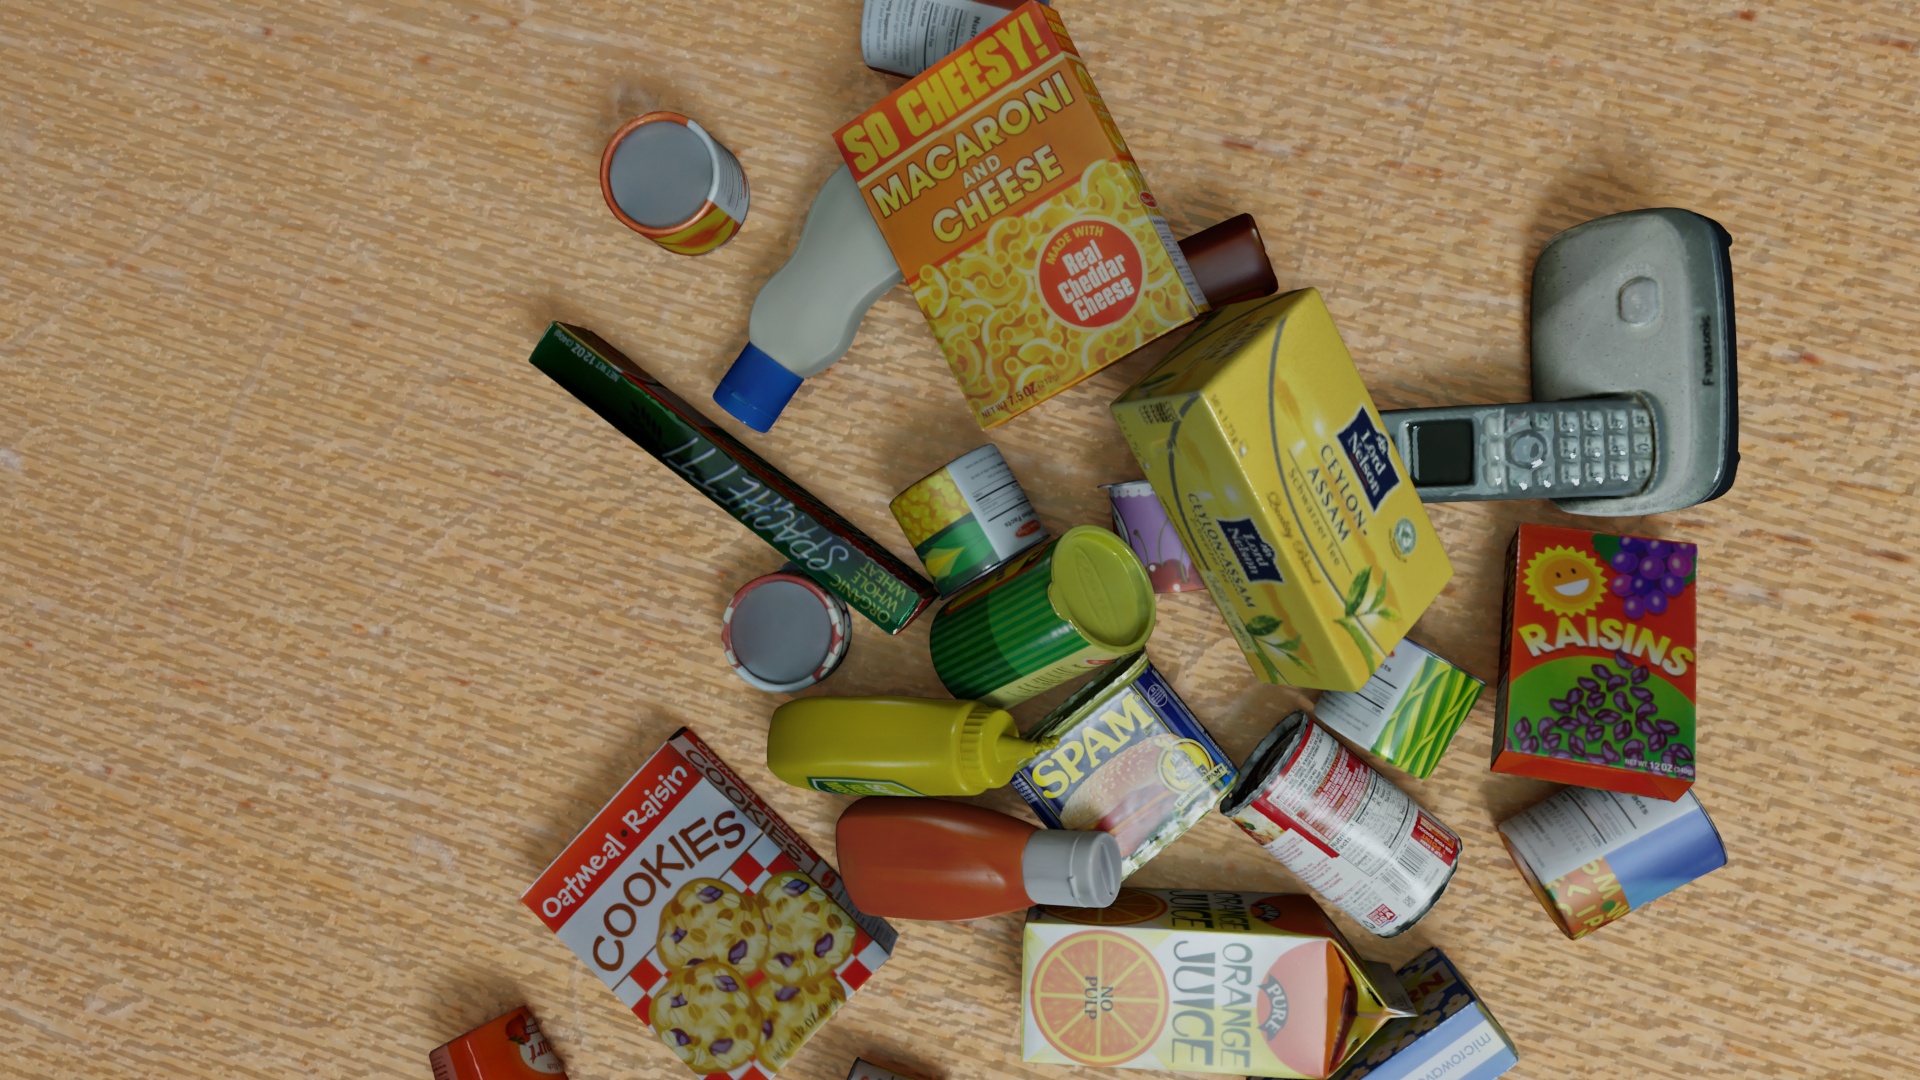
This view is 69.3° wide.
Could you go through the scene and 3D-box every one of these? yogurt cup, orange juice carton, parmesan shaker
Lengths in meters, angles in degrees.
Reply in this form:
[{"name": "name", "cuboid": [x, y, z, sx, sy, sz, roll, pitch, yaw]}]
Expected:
[{"name": "yogurt cup", "cuboid": [-0.255, 0.292, 0.762, 0.072, 0.072, 0.054, -28, 80, 6]}, {"name": "orange juice carton", "cuboid": [0.129, 0.225, 0.714, 0.193, 0.072, 0.073, 1, 92, 7]}, {"name": "parmesan shaker", "cuboid": [0.037, 0.042, 0.698, 0.102, 0.071, 0.071, -32, 87, 45]}]

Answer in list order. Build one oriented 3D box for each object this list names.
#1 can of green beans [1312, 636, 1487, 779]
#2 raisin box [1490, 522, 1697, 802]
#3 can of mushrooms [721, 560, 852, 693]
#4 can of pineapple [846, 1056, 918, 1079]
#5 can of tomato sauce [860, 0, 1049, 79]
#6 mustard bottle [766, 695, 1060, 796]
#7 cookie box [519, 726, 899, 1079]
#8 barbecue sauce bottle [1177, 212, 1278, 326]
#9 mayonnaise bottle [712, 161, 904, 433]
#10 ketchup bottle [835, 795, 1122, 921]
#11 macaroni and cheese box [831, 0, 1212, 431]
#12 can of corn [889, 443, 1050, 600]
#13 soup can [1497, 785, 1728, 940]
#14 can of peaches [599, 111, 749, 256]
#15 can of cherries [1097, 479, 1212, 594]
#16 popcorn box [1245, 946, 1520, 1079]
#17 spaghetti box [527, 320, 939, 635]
[{"name": "can of green beans", "cuboid": [0.222, 0.080, 0.705, 0.071, 0.071, 0.057, 30, 95, 5]}, {"name": "raisin box", "cuboid": [0.311, 0.057, 0.680, 0.086, 0.040, 0.124, 7, 65, 15]}, {"name": "can of mushrooms", "cuboid": [-0.094, 0.047, 0.755, 0.071, 0.033, 0.071, 0, 91, 7]}, {"name": "can of pineapple", "cuboid": [-0.040, 0.318, 0.738, 0.058, 0.071, 0.071, 18, 93, 6]}, {"name": "can of tomato sauce", "cuboid": [-0.001, -0.270, 0.724, 0.083, 0.071, 0.071, 16, 93, 9]}, {"name": "mustard bottle", "cuboid": [-0.022, 0.105, 0.707, 0.160, 0.065, 0.049, -5, 69, 32]}, {"name": "cookie box", "cuboid": [-0.137, 0.205, 0.759, 0.167, 0.040, 0.123, 44, 95, 3]}, {"name": "barbecue sauce bottle", "cuboid": [0.087, -0.122, 0.721, 0.148, 0.065, 0.043, -20, 98, 15]}, {"name": "mayonnaise bottle", "cuboid": [-0.078, -0.128, 0.748, 0.065, 0.041, 0.148, 36, 95, 4]}, {"name": "ketchup bottle", "cuboid": [0.008, 0.165, 0.711, 0.148, 0.044, 0.064, -5, 106, 32]}, {"name": "macaroni and cheese box", "cuboid": [0.029, -0.156, 0.682, 0.123, 0.040, 0.166, -27, 91, 23]}, {"name": "can of corn", "cuboid": [0.003, -0.009, 0.729, 0.071, 0.071, 0.058, -31, 87, 6]}, {"name": "soup can", "cuboid": [0.325, 0.153, 0.696, 0.084, 0.071, 0.071, -30, 88, 7]}, {"name": "can of peaches", "cuboid": [-0.155, -0.190, 0.746, 0.071, 0.058, 0.071, 0, 91, 6]}, {"name": "can of cherries", "cuboid": [0.109, -0.004, 0.716, 0.071, 0.071, 0.058, -5, 92, 6]}, {"name": "popcorn box", "cuboid": [0.209, 0.266, 0.699, 0.126, 0.085, 0.038, -37, 88, 5]}, {"name": "spaghetti box", "cuboid": [-0.121, -0.034, 0.749, 0.250, 0.050, 0.028, 37, 97, 4]}]
